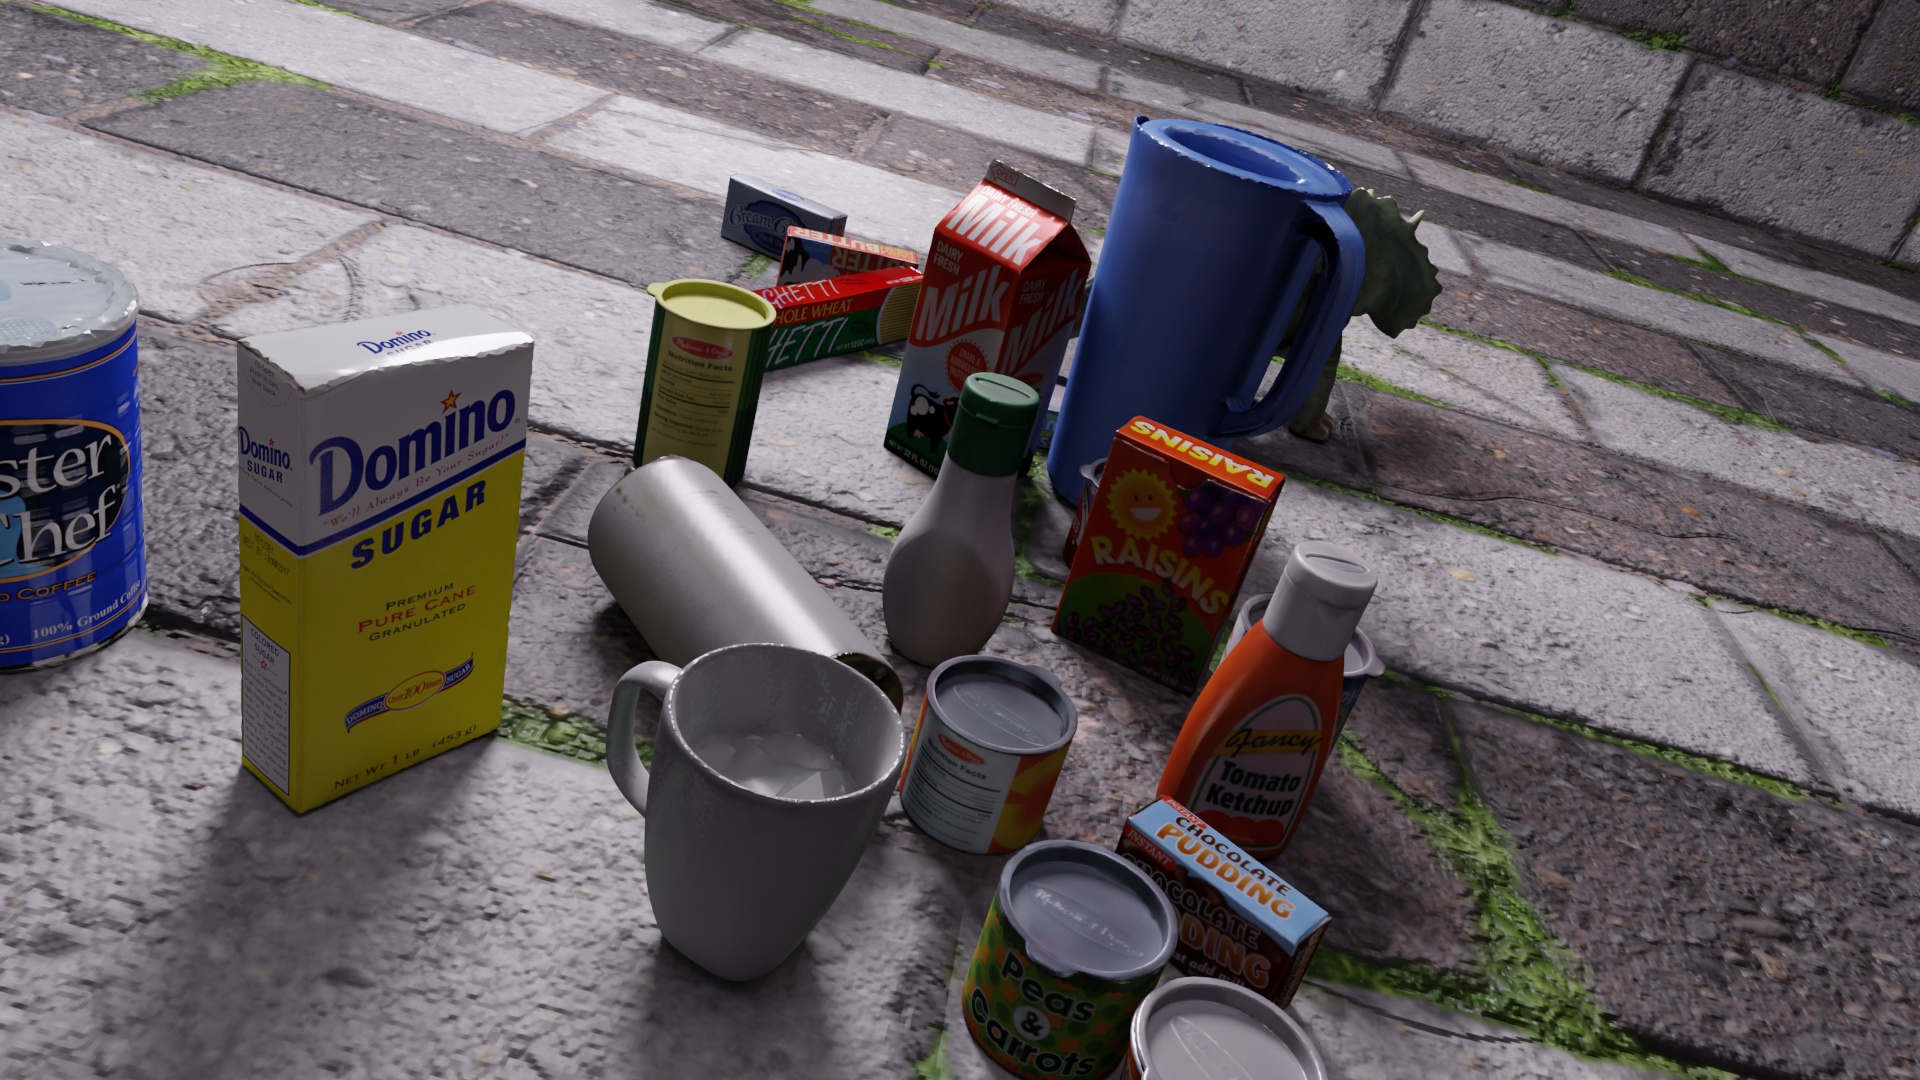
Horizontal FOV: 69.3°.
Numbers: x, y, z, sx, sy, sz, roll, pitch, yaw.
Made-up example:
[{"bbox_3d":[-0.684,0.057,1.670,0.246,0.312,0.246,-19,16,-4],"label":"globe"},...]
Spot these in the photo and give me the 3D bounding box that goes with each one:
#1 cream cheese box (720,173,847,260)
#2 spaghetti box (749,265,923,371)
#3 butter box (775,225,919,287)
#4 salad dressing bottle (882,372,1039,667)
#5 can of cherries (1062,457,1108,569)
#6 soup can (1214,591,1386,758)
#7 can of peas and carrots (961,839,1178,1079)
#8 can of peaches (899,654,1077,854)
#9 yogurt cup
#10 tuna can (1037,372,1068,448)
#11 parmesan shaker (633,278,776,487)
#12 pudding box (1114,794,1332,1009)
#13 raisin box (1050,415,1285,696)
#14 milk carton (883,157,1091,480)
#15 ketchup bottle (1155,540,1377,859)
[{"bbox_3d":[-0.146,-0.258,1.137,0.104,0.053,0.024,26,30,17],"label":"cream cheese box"},{"bbox_3d":[-0.112,-0.152,0.971,0.029,0.050,0.251,32,32,27],"label":"spaghetti box"},{"bbox_3d":[-0.088,-0.205,1.074,0.103,0.052,0.024,9,29,-13],"label":"butter box"},{"bbox_3d":[0.002,-0.008,0.677,0.064,0.147,0.044,21,29,9],"label":"salad dressing bottle"},{"bbox_3d":[0.097,-0.009,0.818,0.071,0.058,0.072,12,29,-7],"label":"can of cherries"},{"bbox_3d":[0.155,0.079,0.667,0.071,0.083,0.072,12,29,-7],"label":"soup can"},{"bbox_3d":[0.038,0.154,0.502,0.071,0.058,0.071,12,29,-7],"label":"can of peas and carrots"},{"bbox_3d":[0.013,0.091,0.600,0.071,0.057,0.071,12,29,-7],"label":"can of peaches"},{"bbox_3d":[0.083,0.190,0.466,0.072,0.053,0.073,12,29,-7],"label":"yogurt cup"},{"bbox_3d":[0.059,-0.092,0.970,0.071,0.032,0.071,12,29,-7],"label":"tuna can"},{"bbox_3d":[-0.149,-0.088,0.786,0.071,0.102,0.071,12,29,-7],"label":"parmesan shaker"},{"bbox_3d":[0.100,0.147,0.556,0.084,0.049,0.030,35,34,30],"label":"pudding box"},{"bbox_3d":[0.106,0.008,0.726,0.086,0.122,0.040,26,30,17],"label":"raisin box"},{"bbox_3d":[0.020,-0.132,0.858,0.072,0.189,0.074,34,33,30],"label":"milk carton"},{"bbox_3d":[0.136,0.071,0.605,0.065,0.148,0.044,11,29,-9],"label":"ketchup bottle"}]
